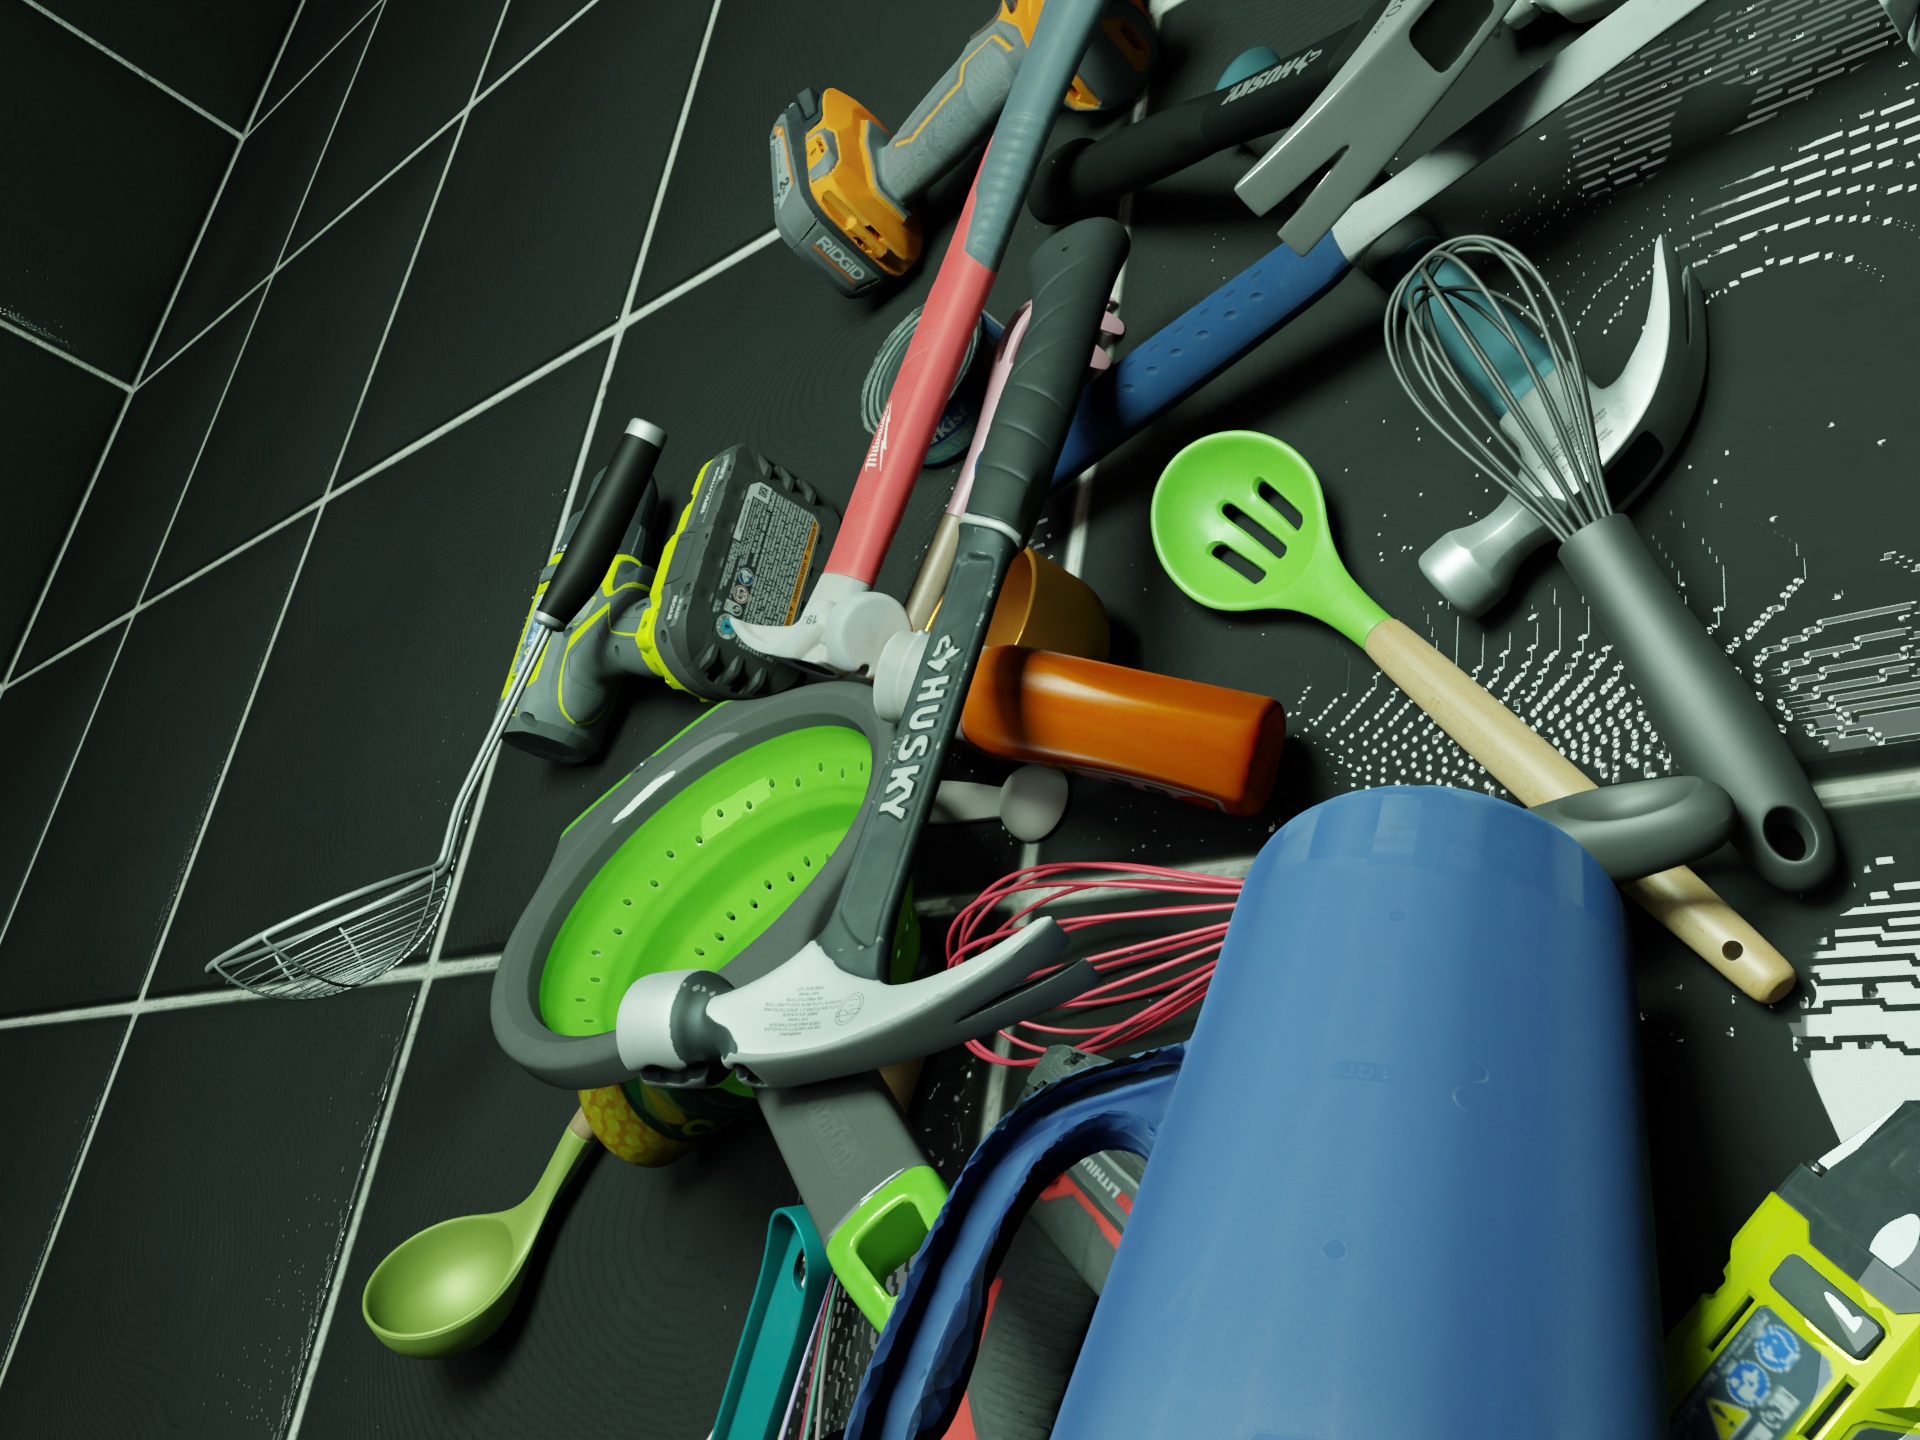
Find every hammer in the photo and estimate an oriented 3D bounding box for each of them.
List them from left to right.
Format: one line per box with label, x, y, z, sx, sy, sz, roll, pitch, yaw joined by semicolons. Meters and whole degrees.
hammer;-0.007;-0.204;0.764;0.143;0.038;0.386;10;77;61
hammer;0.011;-0.056;0.569;0.149;0.036;0.409;-10;44;31
hammer;0.101;-0.246;0.670;0.146;0.035;0.335;-54;21;-5
hammer;0.152;-0.183;0.593;0.405;0.035;0.144;-31;47;39
hammer;0.173;-0.186;0.632;0.128;0.033;0.331;-43;42;22

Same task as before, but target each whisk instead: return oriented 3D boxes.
whisk;-0.061;0.236;0.621;0.051;0.047;0.245;3;65;39
whisk;0.101;0.063;0.521;0.296;0.073;0.073;-21;53;39
whisk;0.196;-0.056;0.484;0.055;0.055;0.239;-35;62;28

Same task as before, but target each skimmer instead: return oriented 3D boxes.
skimmer;-0.274;-0.011;0.853;0.127;0.090;0.363;137;158;-84

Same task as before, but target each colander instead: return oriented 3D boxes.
colander;-0.056;0.110;0.584;0.204;0.094;0.397;-40;27;-5

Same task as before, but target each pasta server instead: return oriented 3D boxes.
pasta server;-0.006;-0.068;0.762;0.060;0.040;0.316;19;86;51

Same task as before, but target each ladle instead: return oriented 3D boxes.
ladle;-0.180;0.175;0.776;0.320;0.062;0.078;-55;32;2

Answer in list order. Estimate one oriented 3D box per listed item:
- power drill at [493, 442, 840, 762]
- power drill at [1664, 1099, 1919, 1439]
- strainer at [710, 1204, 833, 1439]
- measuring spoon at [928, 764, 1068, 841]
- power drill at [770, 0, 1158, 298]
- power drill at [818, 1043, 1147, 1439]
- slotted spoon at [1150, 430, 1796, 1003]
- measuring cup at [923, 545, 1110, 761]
power drill;-0.173;-0.079;0.910;0.228;0.080;0.191;-9;61;48
power drill;0.238;0.182;0.300;0.171;0.080;0.223;-55;36;8
strainer;-0.125;0.312;0.525;0.211;0.095;0.340;34;111;50
measuring spoon;-0.003;0.034;0.698;0.124;0.018;0.034;-3;65;47
power drill;-0.001;-0.359;0.895;0.226;0.084;0.164;-30;47;26
power drill;0.028;0.228;0.501;0.219;0.078;0.143;-59;38;6
slotted spoon;0.159;-0.013;0.545;0.070;0.031;0.314;-55;41;17
measuring cup;-0.001;-0.002;0.696;0.173;0.052;0.095;-45;31;36
